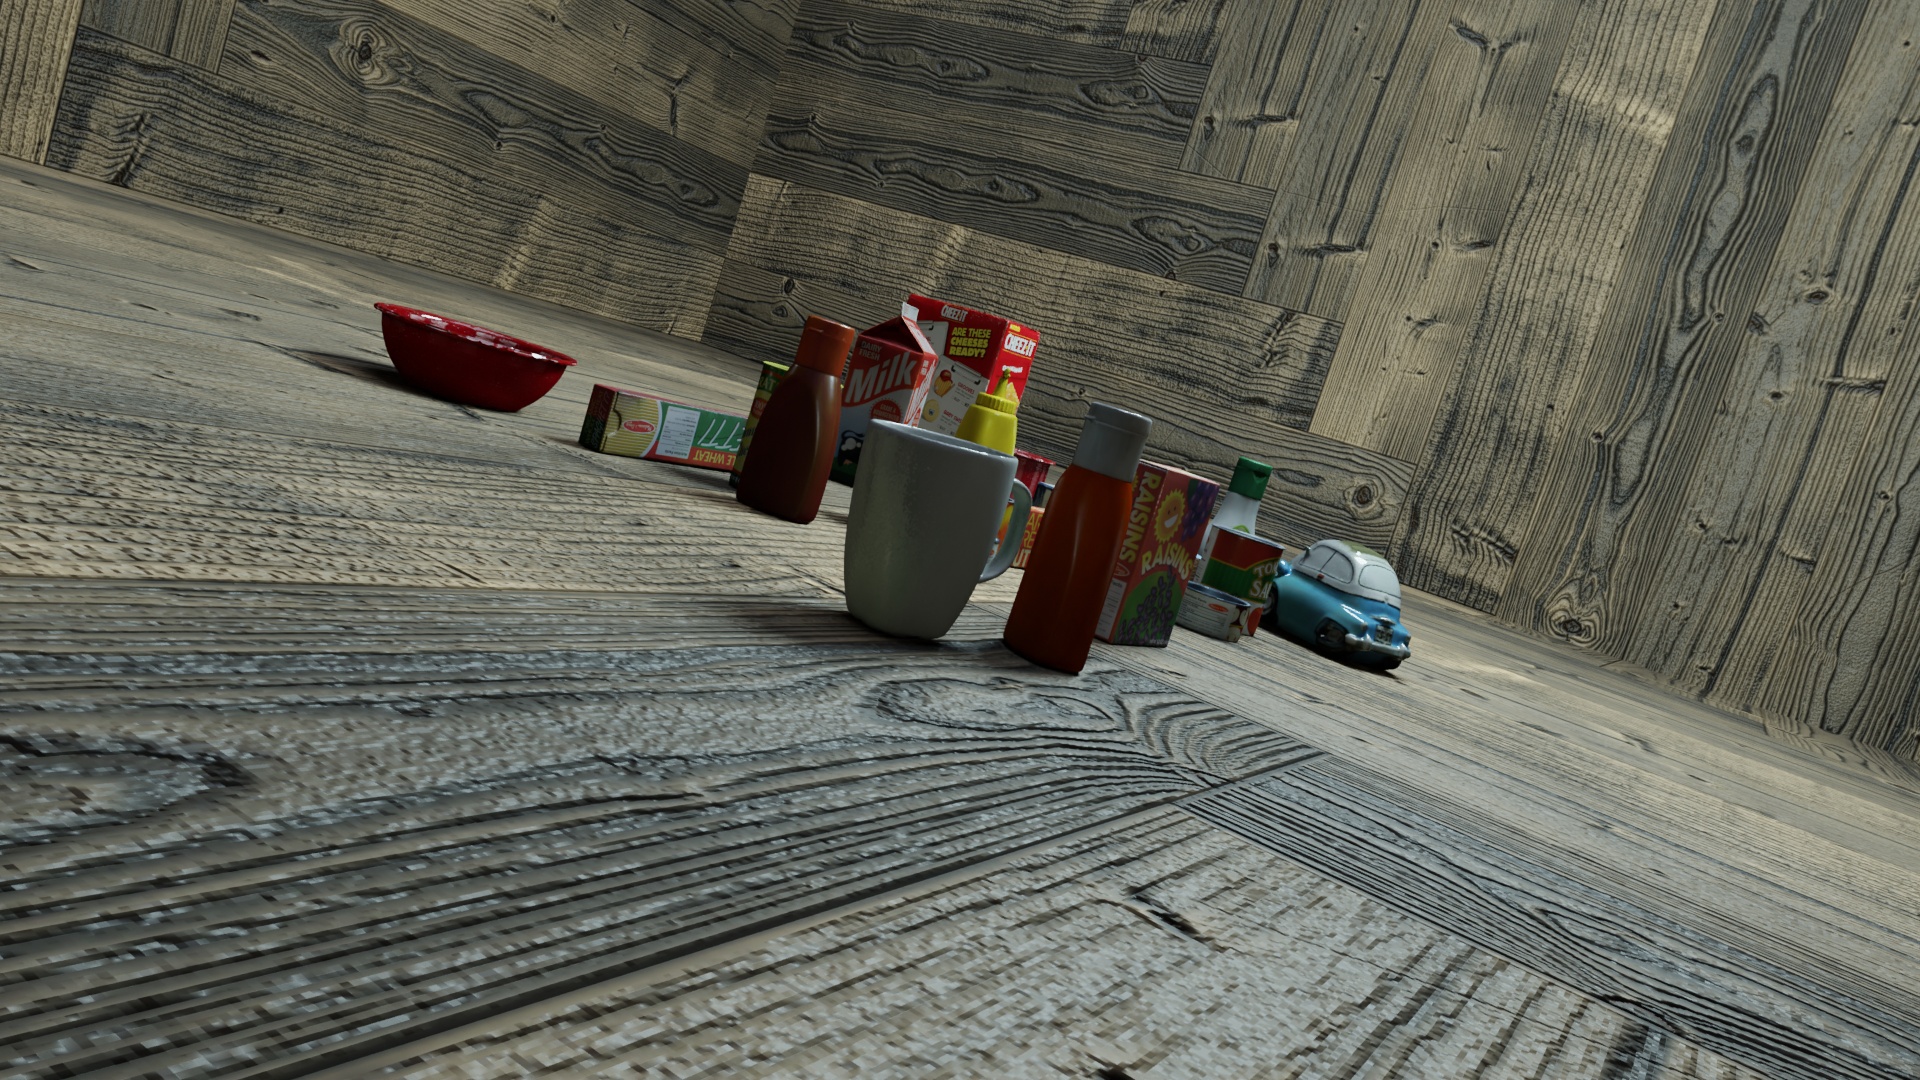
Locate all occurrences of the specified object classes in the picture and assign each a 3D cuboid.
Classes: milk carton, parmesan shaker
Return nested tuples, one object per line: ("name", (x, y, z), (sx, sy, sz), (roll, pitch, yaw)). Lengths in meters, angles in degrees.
("milk carton", (-0.078, -0.146, 1.407), (0.073, 0.190, 0.072), (19, 6, 8))
("parmesan shaker", (-0.139, -0.084, 1.115), (0.071, 0.103, 0.071), (18, 6, -2))

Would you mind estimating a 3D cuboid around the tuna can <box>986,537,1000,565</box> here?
("tuna can", (-0.008, 0.005, 1.030), (0.071, 0.032, 0.071), (18, 6, -2))

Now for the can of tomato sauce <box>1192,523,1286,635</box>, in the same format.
("can of tomato sauce", (0.241, 0.035, 1.219), (0.071, 0.083, 0.071), (18, 6, -2))

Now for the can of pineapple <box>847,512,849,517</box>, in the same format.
("can of pineapple", (-0.053, -0.035, 1.133), (0.071, 0.057, 0.071), (18, 6, -2))

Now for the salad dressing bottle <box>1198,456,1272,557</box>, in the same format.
("salad dressing bottle", (0.284, -0.013, 1.448), (0.064, 0.147, 0.044), (16, 6, -17))

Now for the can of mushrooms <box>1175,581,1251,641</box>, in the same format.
("can of mushrooms", (0.205, 0.058, 1.151), (0.071, 0.033, 0.071), (18, 6, -2))

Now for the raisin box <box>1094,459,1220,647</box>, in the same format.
("raisin box", (0.128, 0.009, 0.958), (0.040, 0.123, 0.086), (22, 7, 36))

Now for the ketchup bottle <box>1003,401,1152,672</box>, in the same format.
("ketchup bottle", (0.068, -0.003, 0.790), (0.043, 0.148, 0.065), (15, 6, -22))

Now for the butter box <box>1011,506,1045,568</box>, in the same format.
("butter box", (0.064, -0.002, 1.187), (0.024, 0.053, 0.103), (22, 8, 37))

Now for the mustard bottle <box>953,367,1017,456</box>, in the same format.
("mustard bottle", (0.023, -0.092, 1.360), (0.065, 0.160, 0.049), (12, 8, -43))

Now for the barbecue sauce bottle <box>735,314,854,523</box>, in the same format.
("barbecue sauce bottle", (-0.117, -0.091, 1.029), (0.065, 0.148, 0.044), (21, 6, 25))

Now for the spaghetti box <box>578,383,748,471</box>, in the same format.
("spaghetti box", (-0.215, -0.087, 1.163), (0.029, 0.050, 0.250), (21, 7, 29))

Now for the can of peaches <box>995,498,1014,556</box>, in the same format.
("can of peaches", (0.004, -0.014, 1.105), (0.071, 0.058, 0.071), (18, 6, -2))

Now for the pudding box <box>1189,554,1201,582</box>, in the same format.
("pudding box", (0.202, 0.032, 1.290), (0.030, 0.049, 0.084), (17, 6, -3))
